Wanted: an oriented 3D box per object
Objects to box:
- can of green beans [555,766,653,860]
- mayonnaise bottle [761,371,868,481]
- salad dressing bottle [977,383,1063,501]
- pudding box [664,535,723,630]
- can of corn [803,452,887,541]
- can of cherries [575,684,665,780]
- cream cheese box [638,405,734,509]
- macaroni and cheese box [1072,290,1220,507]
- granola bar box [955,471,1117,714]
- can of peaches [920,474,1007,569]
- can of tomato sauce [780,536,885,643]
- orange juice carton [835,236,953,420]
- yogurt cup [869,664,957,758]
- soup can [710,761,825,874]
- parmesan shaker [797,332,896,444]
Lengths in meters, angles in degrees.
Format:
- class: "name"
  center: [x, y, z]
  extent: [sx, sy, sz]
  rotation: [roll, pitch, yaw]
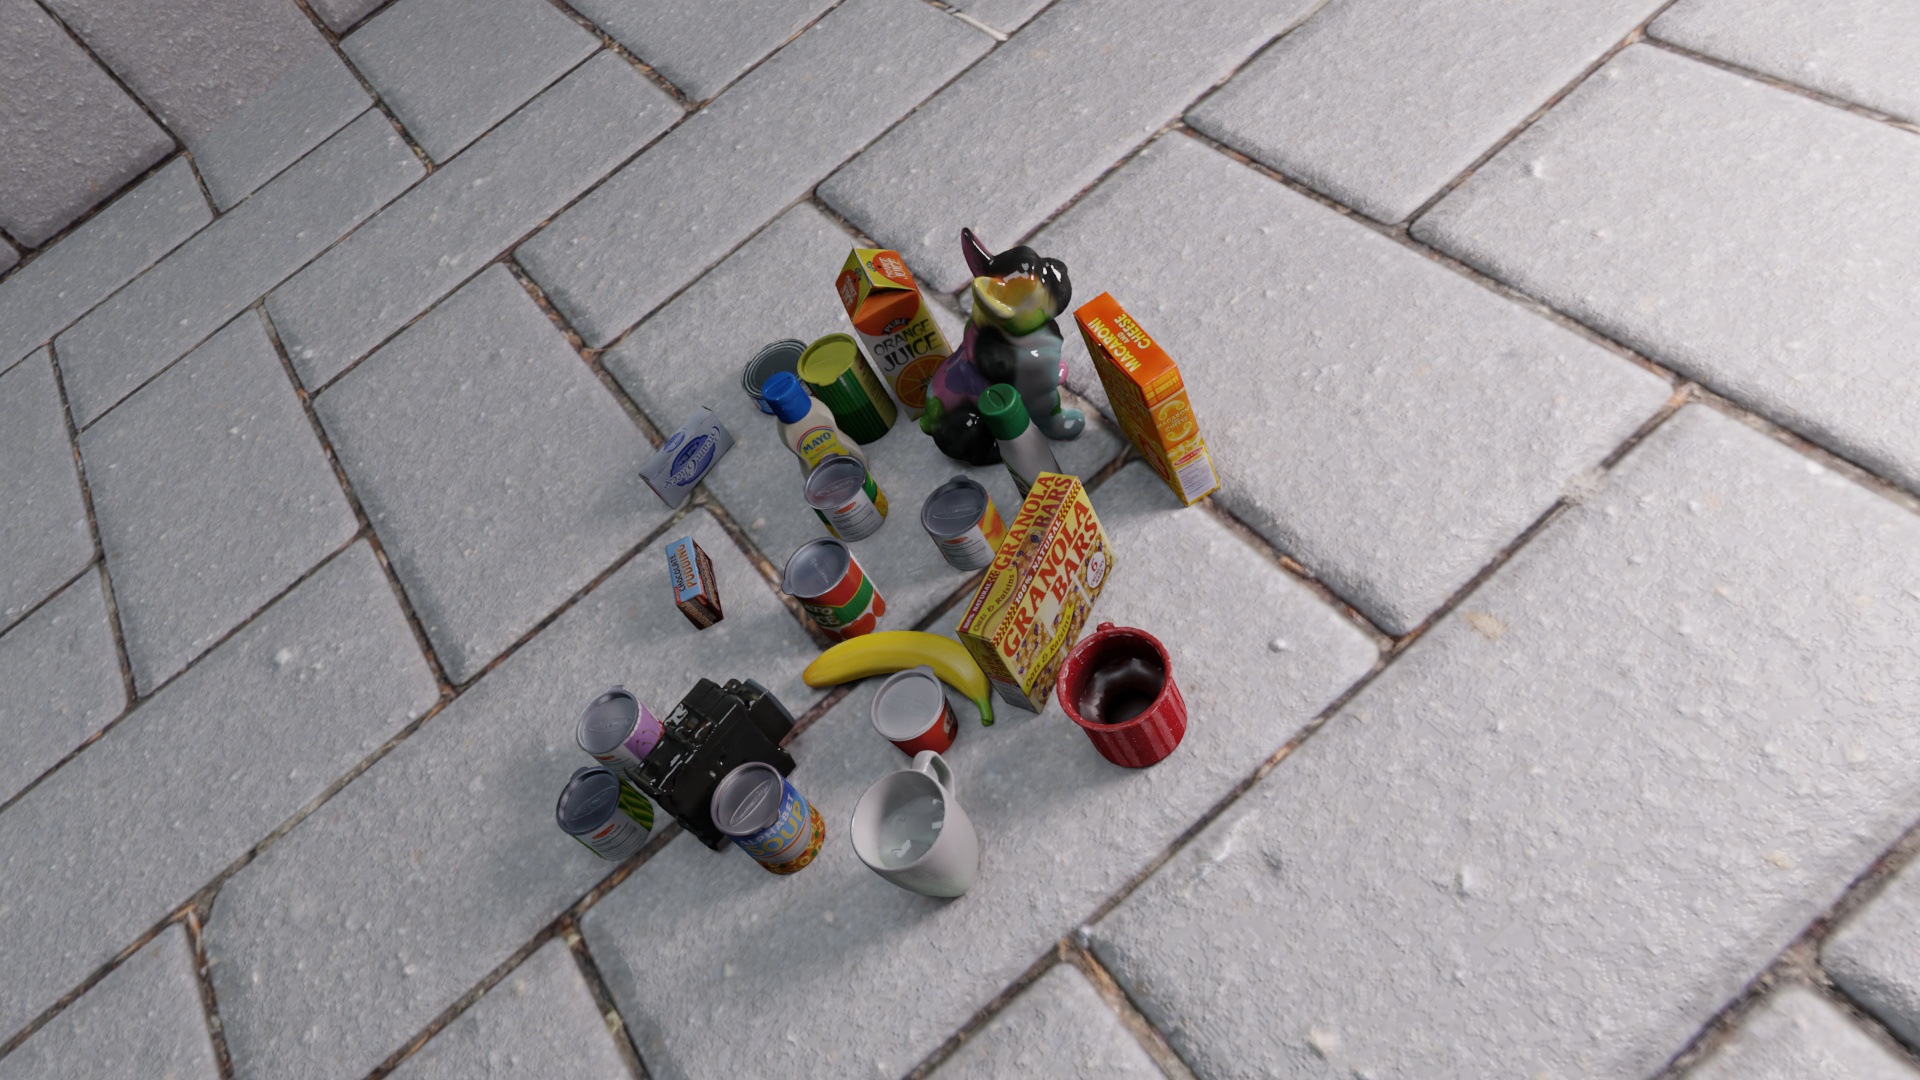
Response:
- class: "can of green beans"
  center: [-0.318, 0.245, 1.243]
  extent: [0.071, 0.057, 0.071]
  rotation: [-13, 51, 16]
- class: "mayonnaise bottle"
  center: [-0.147, -0.105, 1.372]
  extent: [0.065, 0.147, 0.041]
  rotation: [-33, 48, -1]
- class: "salad dressing bottle"
  center: [0.057, -0.082, 1.258]
  extent: [0.044, 0.147, 0.064]
  rotation: [-34, 48, -2]
- class: "pudding box"
  center: [-0.265, 0.041, 1.381]
  extent: [0.030, 0.049, 0.084]
  rotation: [-26, 48, 6]
- class: "can of corn"
  center: [-0.113, -0.043, 1.368]
  extent: [0.071, 0.058, 0.071]
  rotation: [-13, 51, 16]
- class: "can of cherries"
  center: [-0.312, 0.179, 1.291]
  extent: [0.071, 0.058, 0.072]
  rotation: [-13, 51, 16]
- class: "cream cheese box"
  center: [-0.293, -0.090, 1.493]
  extent: [0.024, 0.053, 0.104]
  rotation: [25, 68, 37]
- class: "macaroni and cheese box"
  center: [0.164, -0.123, 1.225]
  extent: [0.040, 0.165, 0.124]
  rotation: [-33, 48, 0]
- class: "granola bar box"
  center: [0.067, 0.044, 1.171]
  extent: [0.039, 0.123, 0.166]
  rotation: [12, 61, 32]
- class: "can of peaches"
  center: [0.005, -0.016, 1.292]
  extent: [0.071, 0.058, 0.071]
  rotation: [-13, 51, 16]
- class: "can of tomato sauce"
  center: [-0.117, 0.048, 1.283]
  extent: [0.071, 0.082, 0.071]
  rotation: [-13, 51, 16]
- class: "orange juice carton"
  center: [-0.064, -0.216, 1.389]
  extent: [0.073, 0.192, 0.072]
  rotation: [-27, 48, 4]
- class: "yogurt cup"
  center: [-0.037, 0.151, 1.185]
  extent: [0.072, 0.053, 0.073]
  rotation: [-13, 51, 16]
- class: "soup can"
  center: [-0.158, 0.234, 1.158]
  extent: [0.071, 0.083, 0.072]
  rotation: [-13, 51, 16]
- class: "parmesan shaker"
  center: [-0.115, -0.152, 1.423]
  extent: [0.071, 0.102, 0.072]
  rotation: [-13, 51, 16]
